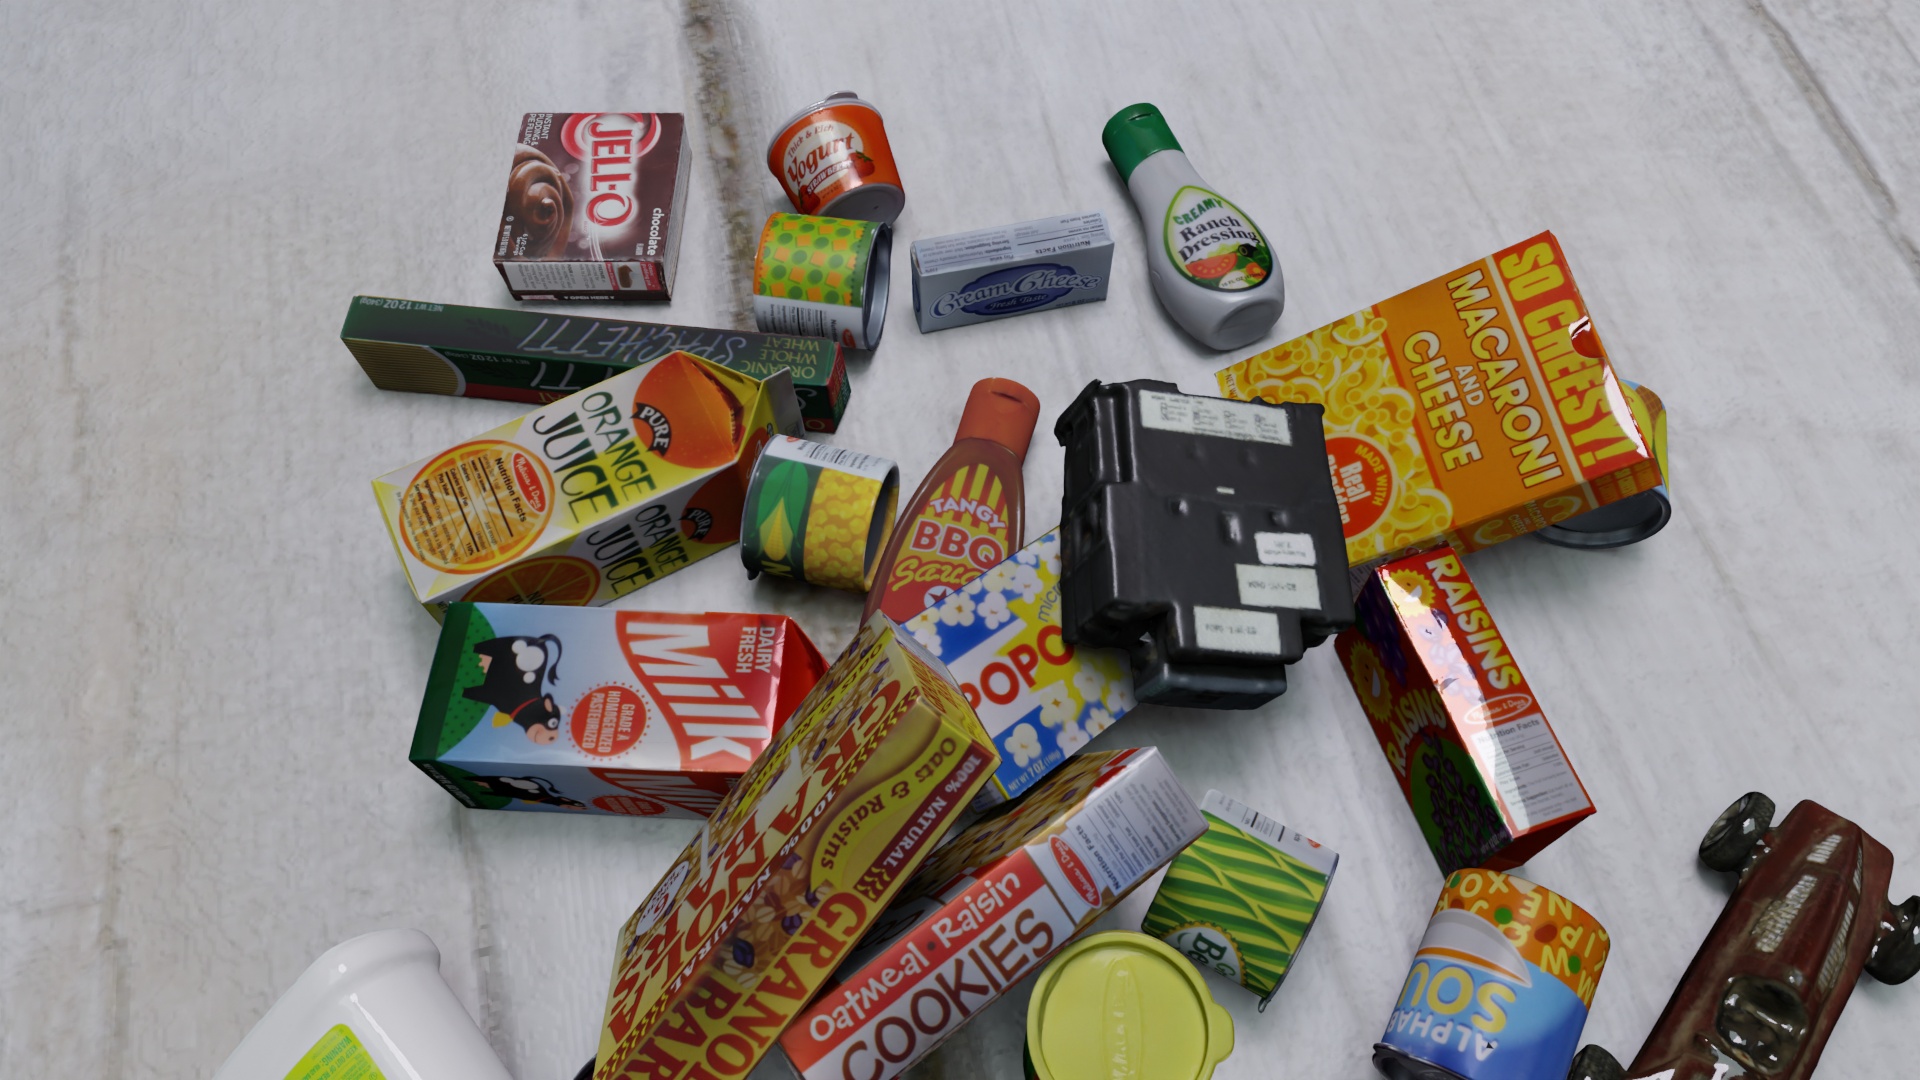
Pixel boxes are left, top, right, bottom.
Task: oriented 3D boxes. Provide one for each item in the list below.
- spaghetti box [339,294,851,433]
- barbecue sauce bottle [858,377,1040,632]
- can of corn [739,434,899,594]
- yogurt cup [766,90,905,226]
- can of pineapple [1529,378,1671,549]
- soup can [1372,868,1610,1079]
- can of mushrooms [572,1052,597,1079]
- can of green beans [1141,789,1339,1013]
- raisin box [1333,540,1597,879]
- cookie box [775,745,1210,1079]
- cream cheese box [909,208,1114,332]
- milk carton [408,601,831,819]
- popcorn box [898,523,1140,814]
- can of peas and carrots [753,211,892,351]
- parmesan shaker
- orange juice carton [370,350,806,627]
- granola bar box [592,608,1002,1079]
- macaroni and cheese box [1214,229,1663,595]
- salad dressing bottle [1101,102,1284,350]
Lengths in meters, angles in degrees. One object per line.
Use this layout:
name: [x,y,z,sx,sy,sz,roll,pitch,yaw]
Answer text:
spaghetti box: [-0.182,-0.089,0.703,0.250,0.050,0.029,6,65,4]
barbecue sauce bottle: [0.002,-0.008,0.661,0.065,0.043,0.149,18,63,0]
can of corn: [-0.065,-0.009,0.652,0.058,0.071,0.071,13,63,7]
yogurt cup: [-0.065,-0.197,0.752,0.072,0.072,0.054,-21,72,-10]
can of pineapple: [0.299,-0.037,0.658,0.071,0.070,0.058,10,62,6]
soup can: [0.207,0.180,0.545,0.071,0.071,0.084,26,65,14]
can of mushrooms: [-0.121,0.212,0.531,0.071,0.070,0.033,-41,70,-18]
can of green beans: [0.113,0.144,0.567,0.058,0.071,0.071,26,66,14]
raisin box: [0.209,0.075,0.591,0.040,0.085,0.124,-17,63,-6]
cookie box: [0.002,0.145,0.534,0.168,0.122,0.040,-34,88,-16]
cream cheese box: [0.026,-0.141,0.726,0.104,0.053,0.024,-11,65,-5]
milk carton: [-0.126,0.076,0.602,0.191,0.072,0.074,3,62,2]
popcorn box: [0.035,0.048,0.603,0.127,0.038,0.085,-31,84,-32]
can of peas and carrots: [-0.070,-0.136,0.717,0.059,0.070,0.071,7,63,5]
parmesan shaker: [0.060,0.191,0.522,0.071,0.102,0.071,-1,63,1]
orange juice carton: [-0.163,-0.025,0.656,0.193,0.071,0.073,-26,65,-12]
granola bar box: [-0.060,0.112,0.494,0.039,0.124,0.165,39,92,-13]
macaroni and cheese box: [0.213,-0.053,0.641,0.166,0.040,0.124,-23,60,23]
salad dressing bottle: [0.121,-0.172,0.746,0.064,0.043,0.148,-19,63,-10]
